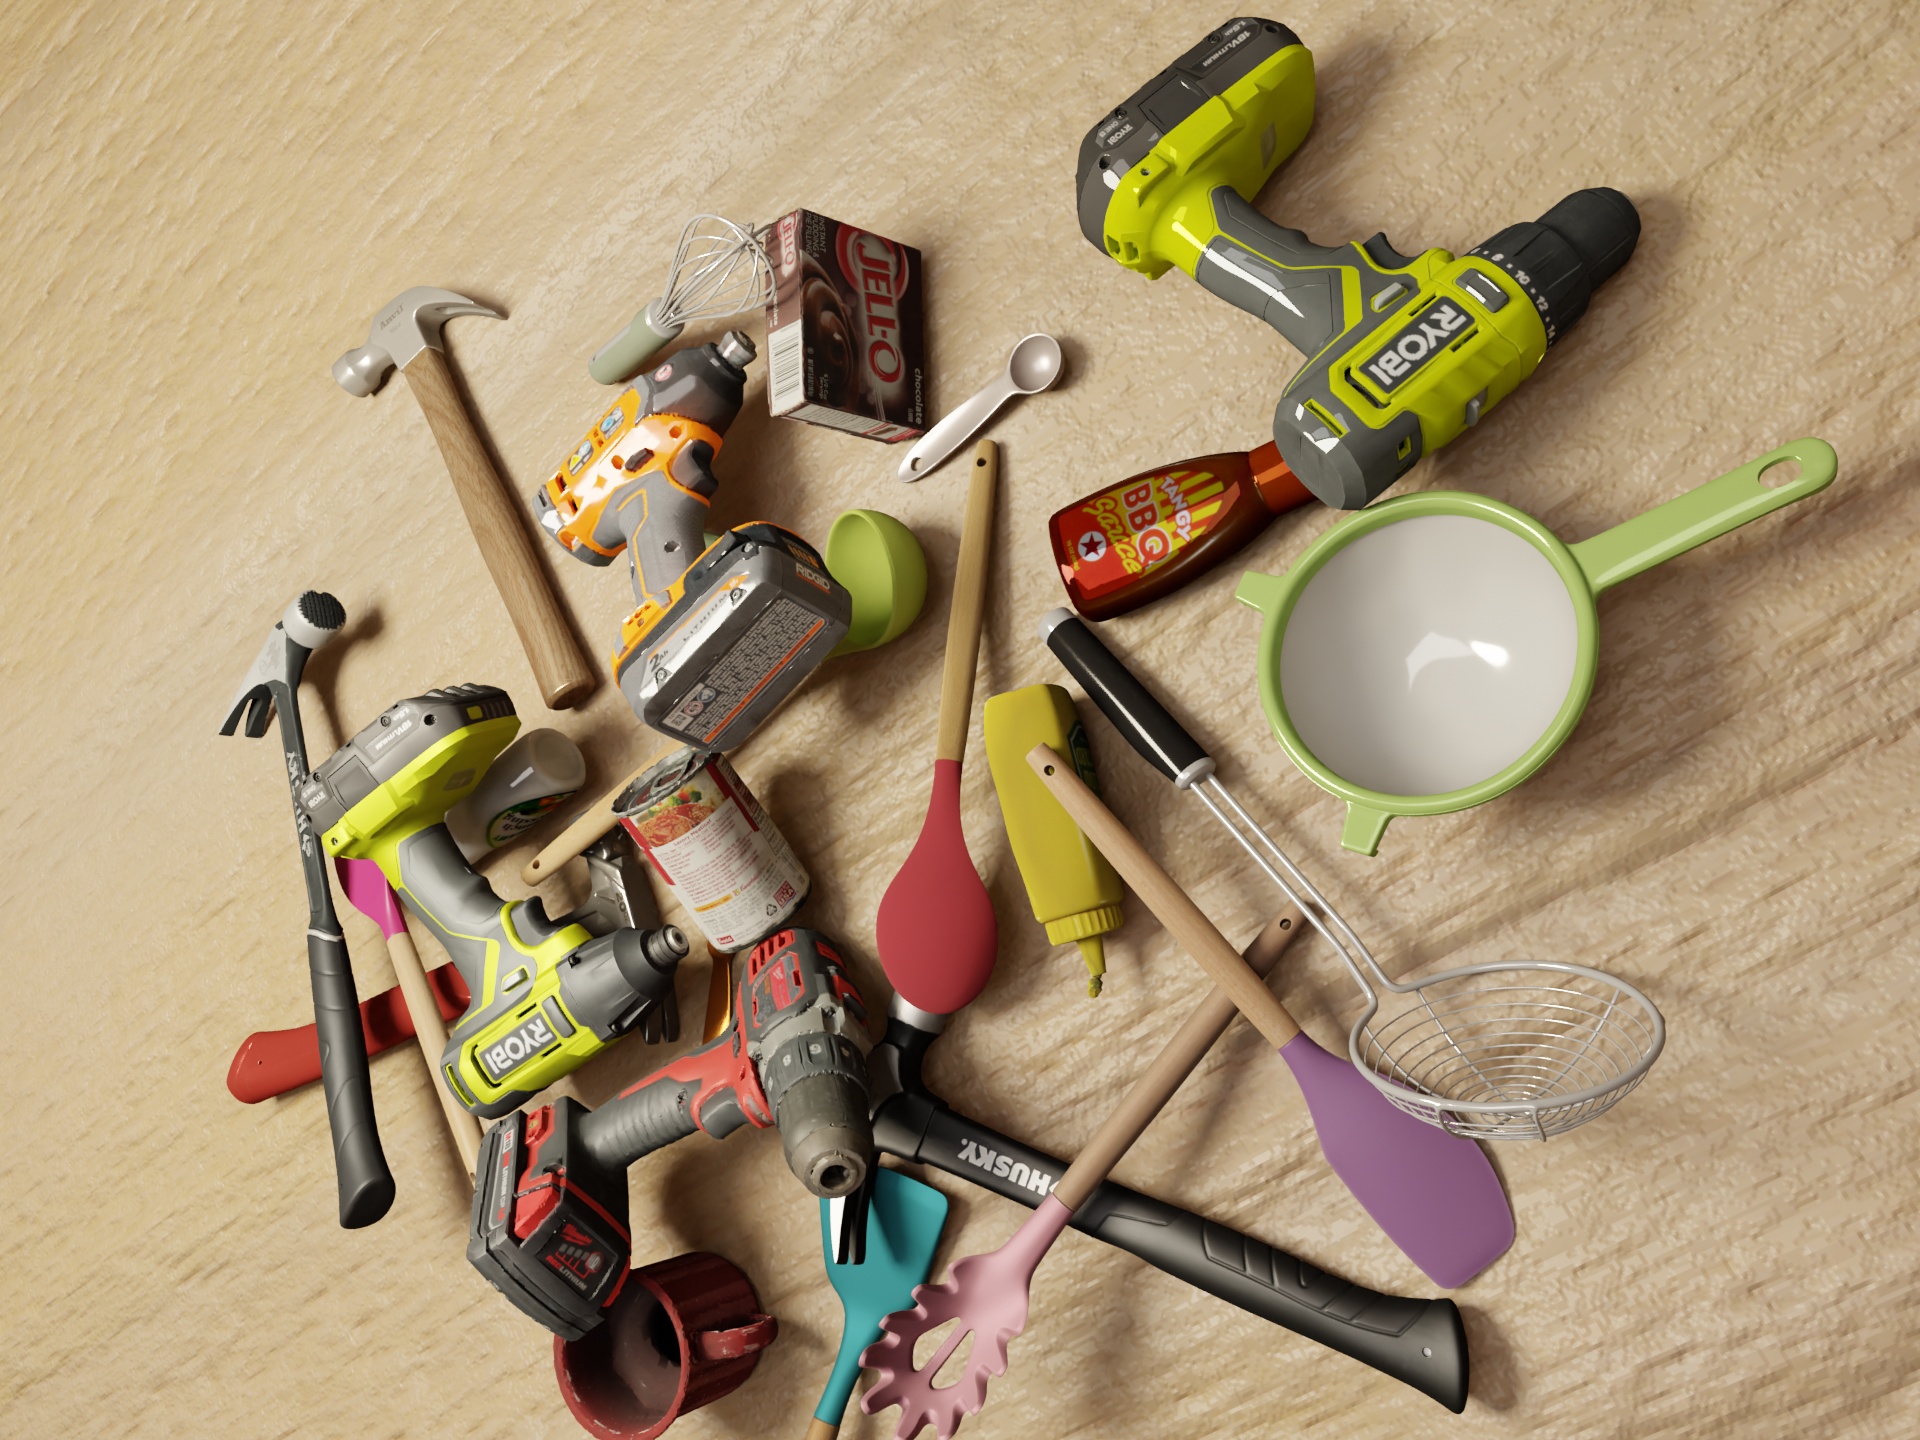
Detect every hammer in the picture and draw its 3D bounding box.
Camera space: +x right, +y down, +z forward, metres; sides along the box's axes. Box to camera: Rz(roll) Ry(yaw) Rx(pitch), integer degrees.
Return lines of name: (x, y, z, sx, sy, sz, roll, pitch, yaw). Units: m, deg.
hammer: (0.084, 0.253, 0.782, 0.335, 0.035, 0.146, 17, 79, 26)
hammer: (-0.418, 0.123, 1.032, 0.149, 0.036, 0.409, -37, 61, 35)
hammer: (-0.316, -0.153, 1.055, 0.130, 0.031, 0.331, -36, 69, 20)
hammer: (-0.338, 0.188, 1.023, 0.359, 0.036, 0.149, -25, 73, 23)

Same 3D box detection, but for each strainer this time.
strainer: (0.262, -0.048, 0.714, 0.256, 0.069, 0.152, -28, 63, 19)

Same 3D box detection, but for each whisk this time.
whisk: (-0.169, -0.237, 0.923, 0.058, 0.059, 0.246, -55, 22, -23)

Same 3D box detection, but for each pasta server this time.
pasta server: (0.066, 0.210, 0.764, 0.060, 0.040, 0.316, 39, 87, 16)

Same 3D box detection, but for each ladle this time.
ladle: (-0.001, -0.003, 0.855, 0.069, 0.031, 0.315, 2, 77, 20)
ladle: (-0.145, -0.004, 0.914, 0.320, 0.062, 0.078, -38, 60, 13)

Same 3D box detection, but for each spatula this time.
spatula: (-0.085, 0.394, 0.835, 0.082, 0.044, 0.318, 13, 73, 25)
spatula: (0.140, 0.130, 0.753, 0.060, 0.018, 0.316, -43, 80, 8)

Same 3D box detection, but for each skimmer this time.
skimmer: (0.158, 0.048, 0.744, 0.364, 0.127, 0.090, 50, 146, 29)

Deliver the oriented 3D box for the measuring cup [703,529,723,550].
measuring cup: (-0.160, -0.110, 0.968, 0.083, 0.038, 0.168, -30, 60, 23)

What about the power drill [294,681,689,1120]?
power drill: (-0.266, 0.097, 0.917, 0.171, 0.080, 0.223, -35, 86, 20)

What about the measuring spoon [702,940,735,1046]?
measuring spoon: (-0.145, 0.181, 0.934, 0.021, 0.011, 0.117, 1, 84, 28)

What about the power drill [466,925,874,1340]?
power drill: (-0.141, 0.220, 0.823, 0.226, 0.080, 0.188, -36, 26, 4)

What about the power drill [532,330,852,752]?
power drill: (-0.146, -0.111, 0.883, 0.164, 0.084, 0.227, -44, 49, 15)

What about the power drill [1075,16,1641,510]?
power drill: (0.184, -0.232, 0.761, 0.190, 0.080, 0.229, -40, 66, -3)

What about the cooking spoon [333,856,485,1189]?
cooking spoon: (-0.343, 0.157, 0.994, 0.068, 0.017, 0.319, -50, 55, 27)

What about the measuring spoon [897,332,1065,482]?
measuring spoon: (0.012, -0.171, 0.895, 0.124, 0.018, 0.034, -36, 64, 27)
